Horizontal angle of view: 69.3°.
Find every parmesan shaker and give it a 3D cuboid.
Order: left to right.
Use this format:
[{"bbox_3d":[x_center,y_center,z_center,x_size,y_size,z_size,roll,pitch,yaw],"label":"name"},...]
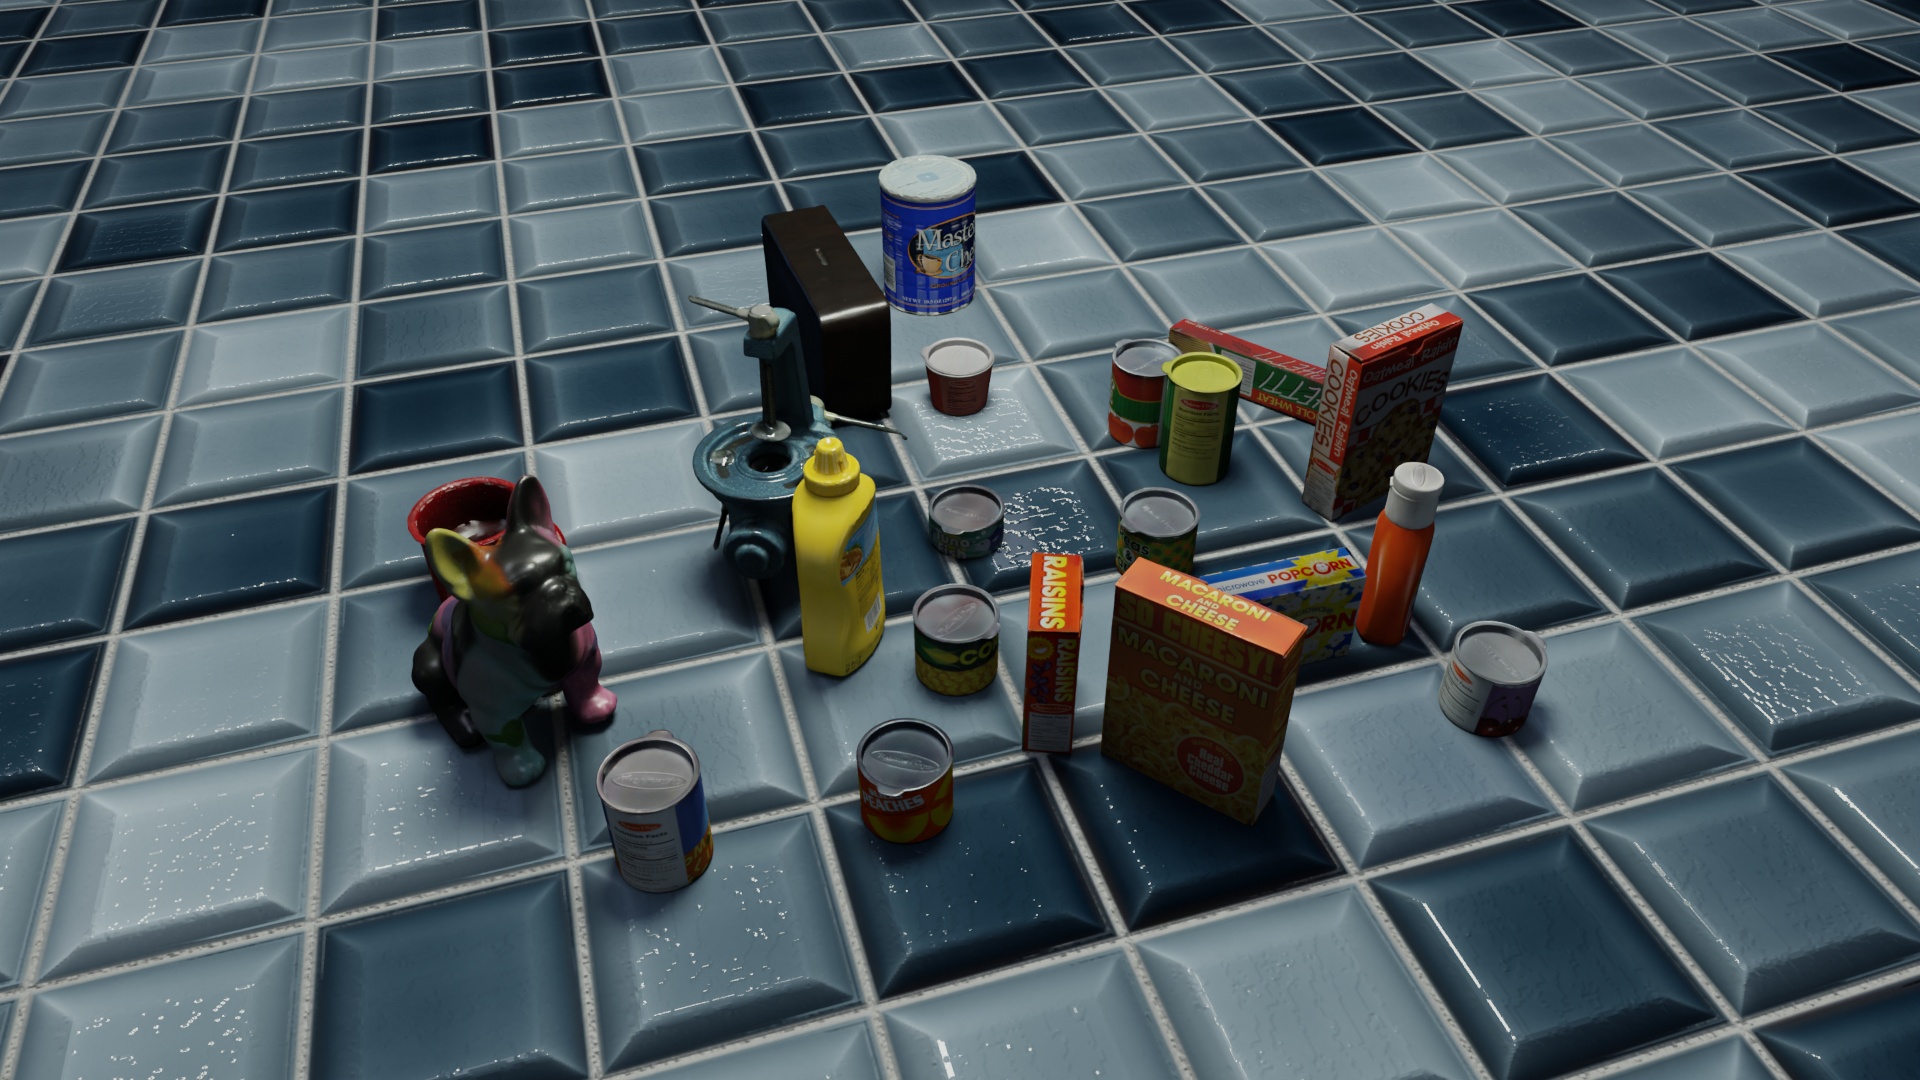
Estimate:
[{"bbox_3d":[0.213,-0.110,1.258,0.071,0.102,0.072,0,39,0],"label":"parmesan shaker"}]

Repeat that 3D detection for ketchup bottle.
[{"bbox_3d":[0.340,0.009,1.077,0.043,0.148,0.065,10,40,12],"label":"ketchup bottle"}]

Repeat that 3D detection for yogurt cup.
[{"bbox_3d":[-0.001,-0.158,1.355,0.072,0.053,0.073,0,39,0],"label":"yogurt cup"}]

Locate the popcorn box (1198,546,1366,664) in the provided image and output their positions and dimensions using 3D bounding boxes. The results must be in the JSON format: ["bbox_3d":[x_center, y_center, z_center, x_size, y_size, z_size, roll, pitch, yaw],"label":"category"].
[{"bbox_3d":[0.241,0.058,1.067,0.127,0.084,0.038,-11,40,-13],"label":"popcorn box"}]

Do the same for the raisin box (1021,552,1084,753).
[{"bbox_3d":[0.067,0.082,1.008,0.040,0.122,0.086,3,39,4],"label":"raisin box"}]

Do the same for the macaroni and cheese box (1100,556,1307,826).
[{"bbox_3d":[0.161,0.103,0.948,0.124,0.165,0.040,23,45,26],"label":"macaroni and cheese box"}]

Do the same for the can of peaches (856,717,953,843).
[{"bbox_3d":[-0.038,0.167,0.956,0.071,0.057,0.071,0,39,0],"label":"can of peaches"}]

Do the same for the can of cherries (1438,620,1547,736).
[{"bbox_3d":[0.397,0.103,1.033,0.071,0.058,0.072,0,39,0],"label":"can of cherries"}]

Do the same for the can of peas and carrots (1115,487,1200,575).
[{"bbox_3d":[0.162,-0.001,1.160,0.071,0.058,0.071,0,39,0],"label":"can of peas and carrots"}]

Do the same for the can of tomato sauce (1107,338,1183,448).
[{"bbox_3d":[0.172,-0.139,1.308,0.071,0.082,0.071,0,39,0],"label":"can of tomato sauce"}]

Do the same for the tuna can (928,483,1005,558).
[{"bbox_3d":[0.004,-0.015,1.197,0.071,0.032,0.071,0,39,0],"label":"tuna can"}]

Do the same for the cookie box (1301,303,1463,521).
[{"bbox_3d":[0.366,-0.111,1.208,0.123,0.166,0.040,-23,45,-26],"label":"cookie box"}]

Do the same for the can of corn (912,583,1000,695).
[{"bbox_3d":[-0.001,0.077,1.065,0.071,0.058,0.071,0,39,0],"label":"can of corn"}]

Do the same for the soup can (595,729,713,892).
[{"bbox_3d":[-0.200,0.180,0.921,0.071,0.083,0.072,0,39,0],"label":"soup can"}]

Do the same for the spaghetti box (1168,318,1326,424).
[{"bbox_3d":[0.315,-0.152,1.349,0.250,0.049,0.029,26,46,28],"label":"spaghetti box"}]
